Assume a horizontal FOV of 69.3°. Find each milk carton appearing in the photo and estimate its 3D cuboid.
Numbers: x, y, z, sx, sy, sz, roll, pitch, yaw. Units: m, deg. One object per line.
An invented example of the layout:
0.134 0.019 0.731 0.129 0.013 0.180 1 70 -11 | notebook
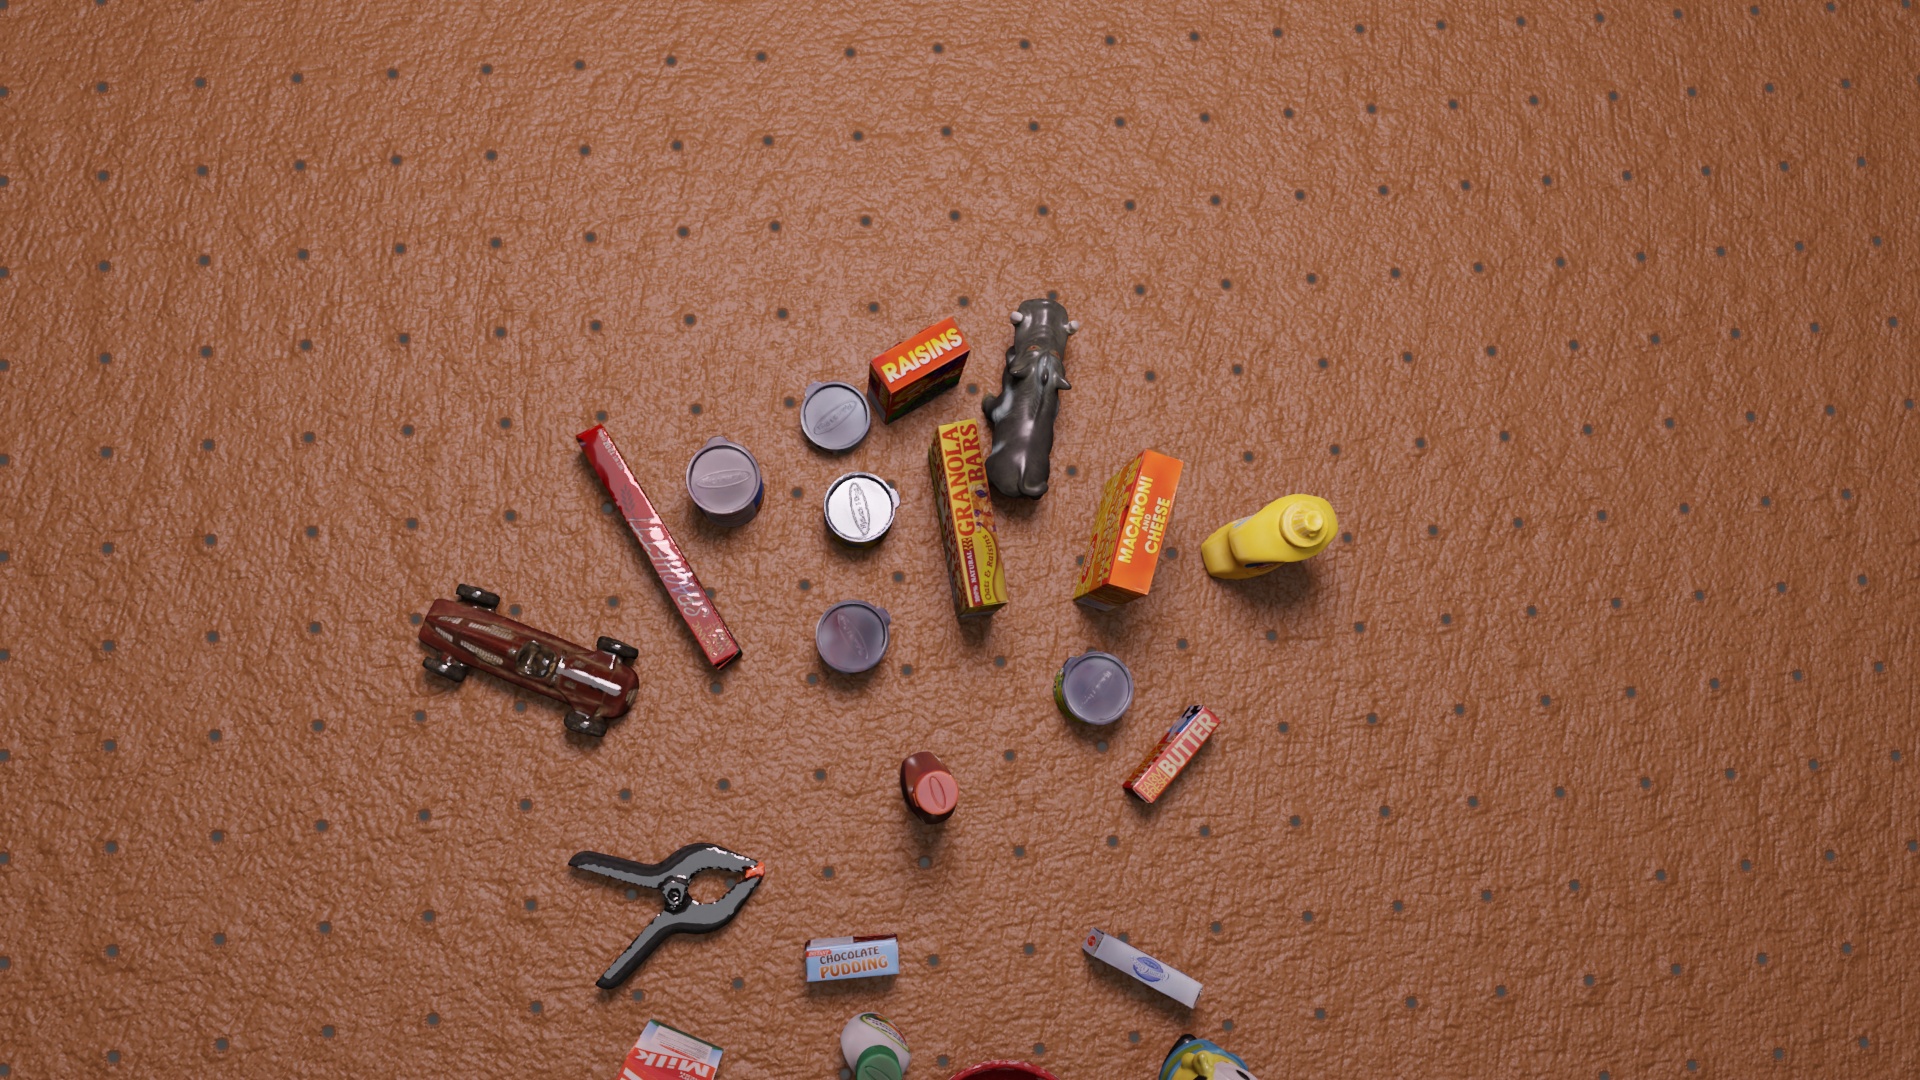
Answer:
-0.248 0.458 1.137 0.073 0.190 0.072 24 81 -2 | milk carton

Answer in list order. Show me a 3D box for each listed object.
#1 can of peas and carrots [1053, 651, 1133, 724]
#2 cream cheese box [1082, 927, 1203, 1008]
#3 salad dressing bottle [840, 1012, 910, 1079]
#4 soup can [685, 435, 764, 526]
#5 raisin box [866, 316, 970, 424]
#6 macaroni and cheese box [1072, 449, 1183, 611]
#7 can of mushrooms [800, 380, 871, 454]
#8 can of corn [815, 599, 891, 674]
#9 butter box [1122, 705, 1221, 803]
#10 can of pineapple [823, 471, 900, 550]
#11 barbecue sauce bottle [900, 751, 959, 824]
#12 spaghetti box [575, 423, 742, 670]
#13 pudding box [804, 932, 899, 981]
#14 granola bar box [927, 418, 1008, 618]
0.120 0.136 1.288 0.071 0.058 0.071 1 82 -5 | can of peas and carrots
0.164 0.385 1.257 0.104 0.053 0.024 28 81 -1 | cream cheese box
-0.071 0.439 1.179 0.064 0.147 0.044 36 81 0 | salad dressing bottle
-0.214 -0.053 1.271 0.071 0.083 0.071 1 82 -5 | soup can
-0.040 -0.156 1.283 0.086 0.123 0.040 -30 86 -9 | raisin box
0.148 -0.005 1.257 0.040 0.166 0.124 17 81 -3 | macaroni and cheese box
-0.120 -0.117 1.316 0.071 0.033 0.071 1 82 -5 | can of mushrooms
-0.097 0.088 1.274 0.071 0.058 0.071 1 82 -5 | can of corn
0.195 0.198 1.288 0.024 0.053 0.103 42 80 1 | butter box
-0.093 -0.026 1.292 0.071 0.058 0.071 1 82 -5 | can of pineapple
-0.026 0.218 1.216 0.044 0.148 0.065 -18 84 -7 | barbecue sauce bottle
-0.275 0.007 1.274 0.029 0.050 0.250 -32 86 -9 | spaghetti box
-0.096 0.370 1.236 0.084 0.049 0.030 -4 82 -6 | pudding box
0.005 -0.016 1.266 0.039 0.124 0.165 -9 83 -6 | granola bar box
